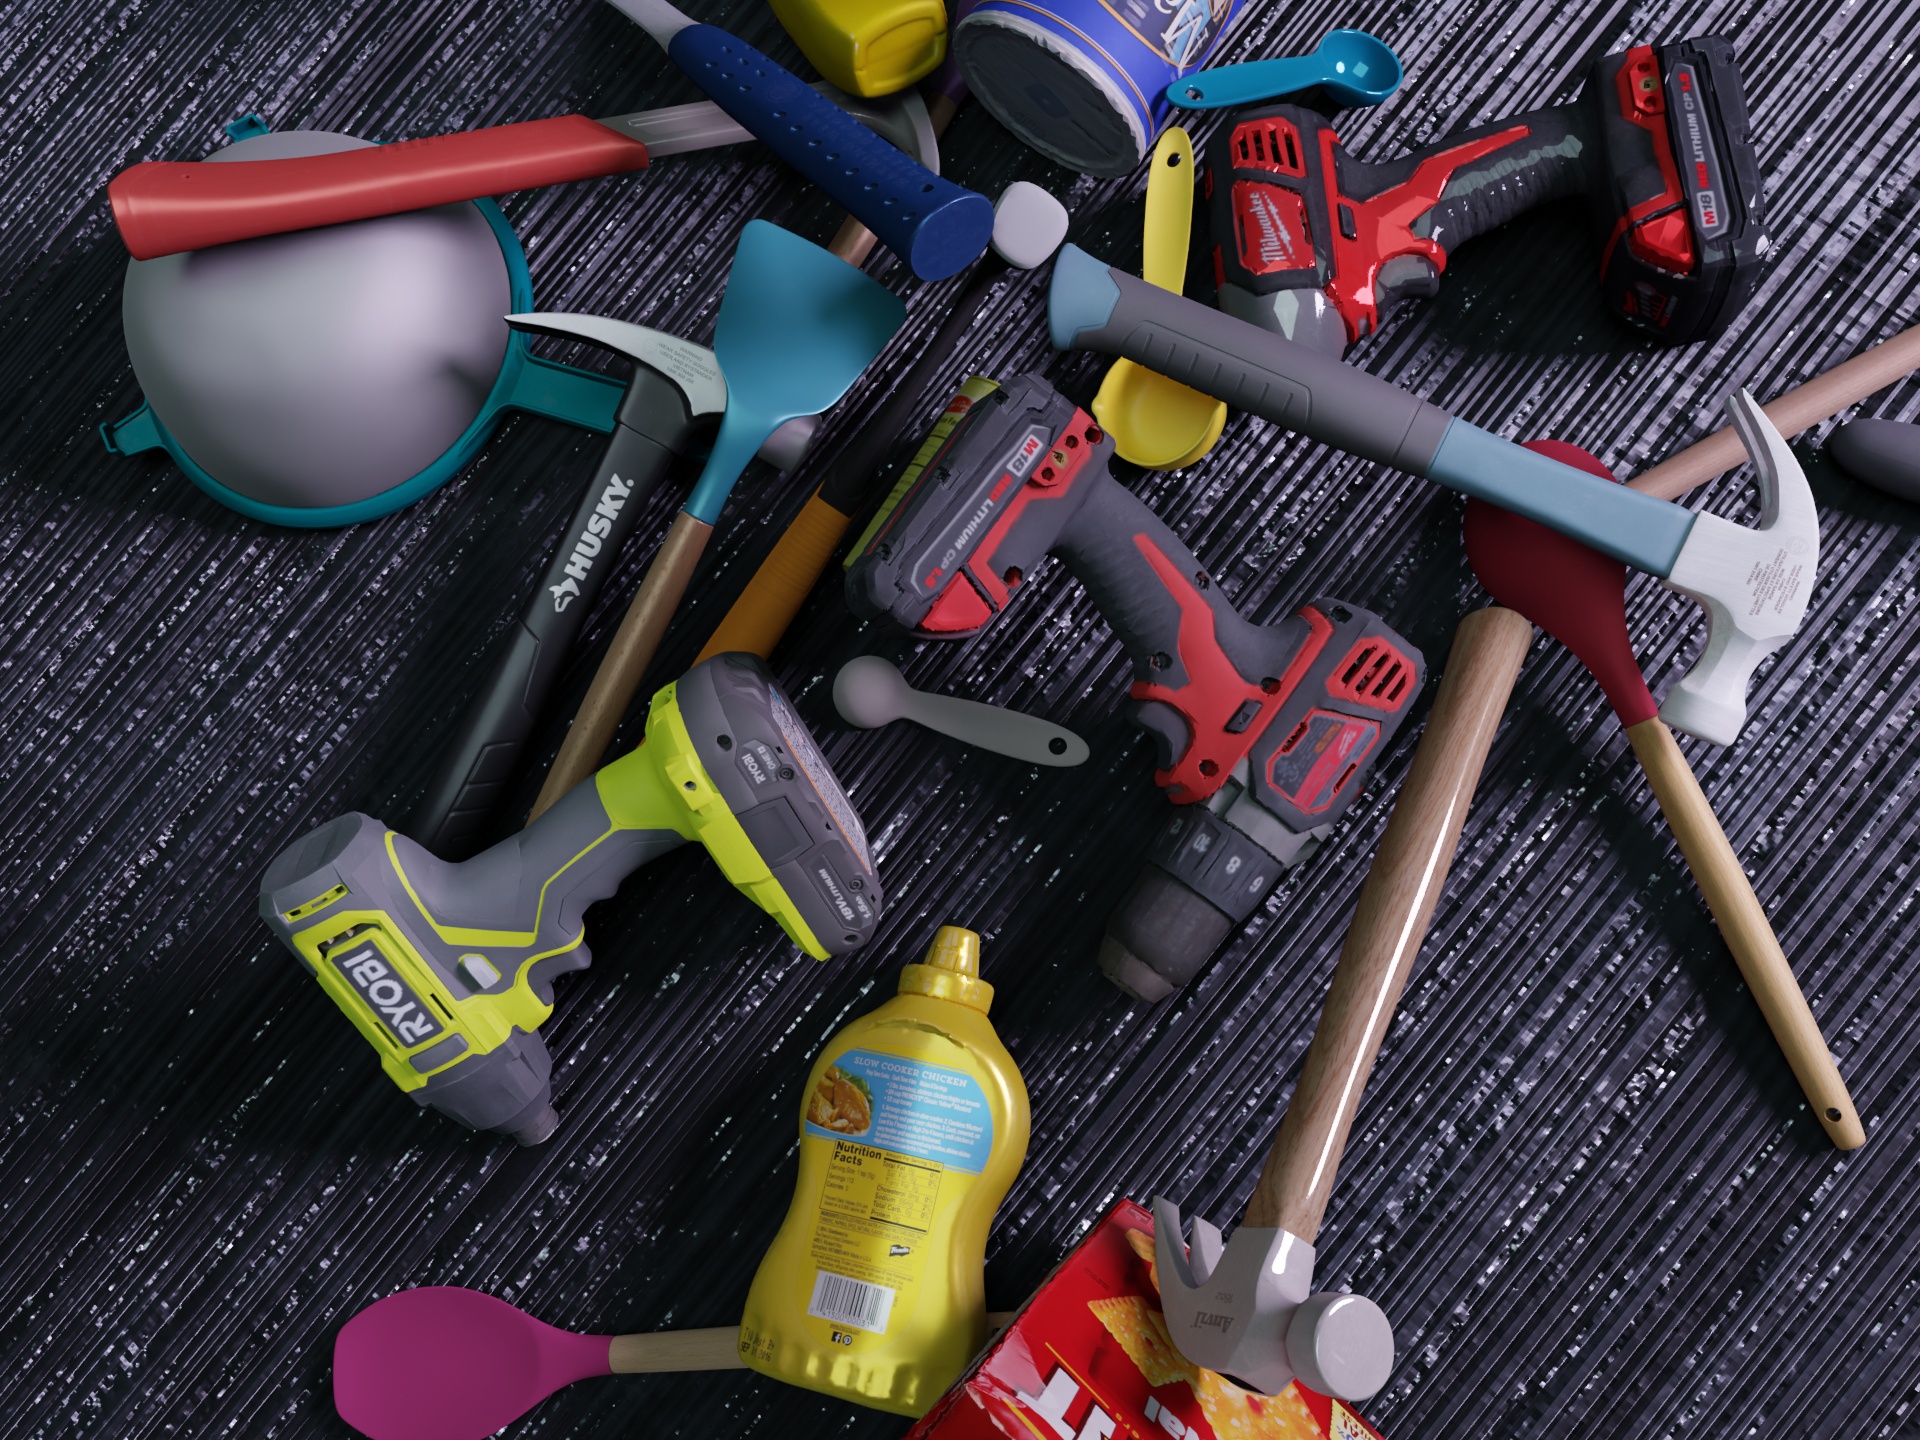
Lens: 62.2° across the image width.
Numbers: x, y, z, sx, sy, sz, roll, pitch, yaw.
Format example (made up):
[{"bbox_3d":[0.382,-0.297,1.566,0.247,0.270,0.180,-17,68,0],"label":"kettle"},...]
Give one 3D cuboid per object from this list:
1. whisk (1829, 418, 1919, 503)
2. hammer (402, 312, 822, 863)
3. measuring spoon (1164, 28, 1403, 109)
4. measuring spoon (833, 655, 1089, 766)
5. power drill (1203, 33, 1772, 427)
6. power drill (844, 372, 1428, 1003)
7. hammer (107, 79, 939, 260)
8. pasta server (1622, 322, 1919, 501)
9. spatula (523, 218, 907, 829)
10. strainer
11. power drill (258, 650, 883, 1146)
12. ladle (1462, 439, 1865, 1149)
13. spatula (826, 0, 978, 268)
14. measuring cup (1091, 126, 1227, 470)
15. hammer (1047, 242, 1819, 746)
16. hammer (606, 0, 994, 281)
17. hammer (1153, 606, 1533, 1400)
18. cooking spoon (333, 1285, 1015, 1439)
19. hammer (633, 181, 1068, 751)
[{"bbox_3d":[0.491,-0.064,0.628,0.285,0.070,0.070,25,85,19],"label":"whisk"},{"bbox_3d":[-0.204,-0.029,0.736,0.146,0.035,0.335,28,91,-11],"label":"hammer"},{"bbox_3d":[0.145,-0.288,0.727,0.128,0.021,0.042,-18,69,-22],"label":"measuring spoon"},{"bbox_3d":[-0.001,-0.002,0.722,0.124,0.018,0.034,16,82,12],"label":"measuring spoon"},{"bbox_3d":[0.221,-0.208,0.694,0.219,0.078,0.143,-6,78,12],"label":"power drill"},{"bbox_3d":[0.060,-0.011,0.655,0.226,0.080,0.188,37,88,-10],"label":"power drill"},{"bbox_3d":[-0.193,-0.253,0.726,0.359,0.036,0.149,-14,58,-11],"label":"hammer"},{"bbox_3d":[0.404,-0.162,0.669,0.316,0.040,0.060,-29,63,5],"label":"pasta server"},{"bbox_3d":[-0.128,-0.068,0.717,0.082,0.044,0.317,27,96,-13],"label":"spatula"},{"bbox_3d":[-0.266,-0.188,0.766,0.340,0.095,0.211,17,82,11],"label":"strainer"},{"bbox_3d":[-0.154,0.082,0.680,0.223,0.080,0.171,-27,116,3],"label":"power drill"},{"bbox_3d":[0.292,0.025,0.656,0.069,0.031,0.315,-30,77,32],"label":"ladle"},{"bbox_3d":[-0.019,-0.282,0.780,0.060,0.018,0.316,31,85,20],"label":"spatula"},{"bbox_3d":[0.097,-0.190,0.725,0.062,0.029,0.156,2,85,27],"label":"measuring cup"},{"bbox_3d":[0.183,-0.116,0.653,0.331,0.033,0.128,26,97,12],"label":"hammer"},{"bbox_3d":[-0.132,-0.308,0.719,0.144,0.035,0.406,-31,57,-23],"label":"hammer"},{"bbox_3d":[0.158,0.092,0.610,0.031,0.130,0.331,34,63,-12],"label":"hammer"},{"bbox_3d":[-0.126,0.274,0.691,0.319,0.017,0.069,-7,76,10],"label":"cooking spoon"},{"bbox_3d":[-0.064,-0.089,0.719,0.034,0.127,0.337,34,98,-10],"label":"hammer"}]
